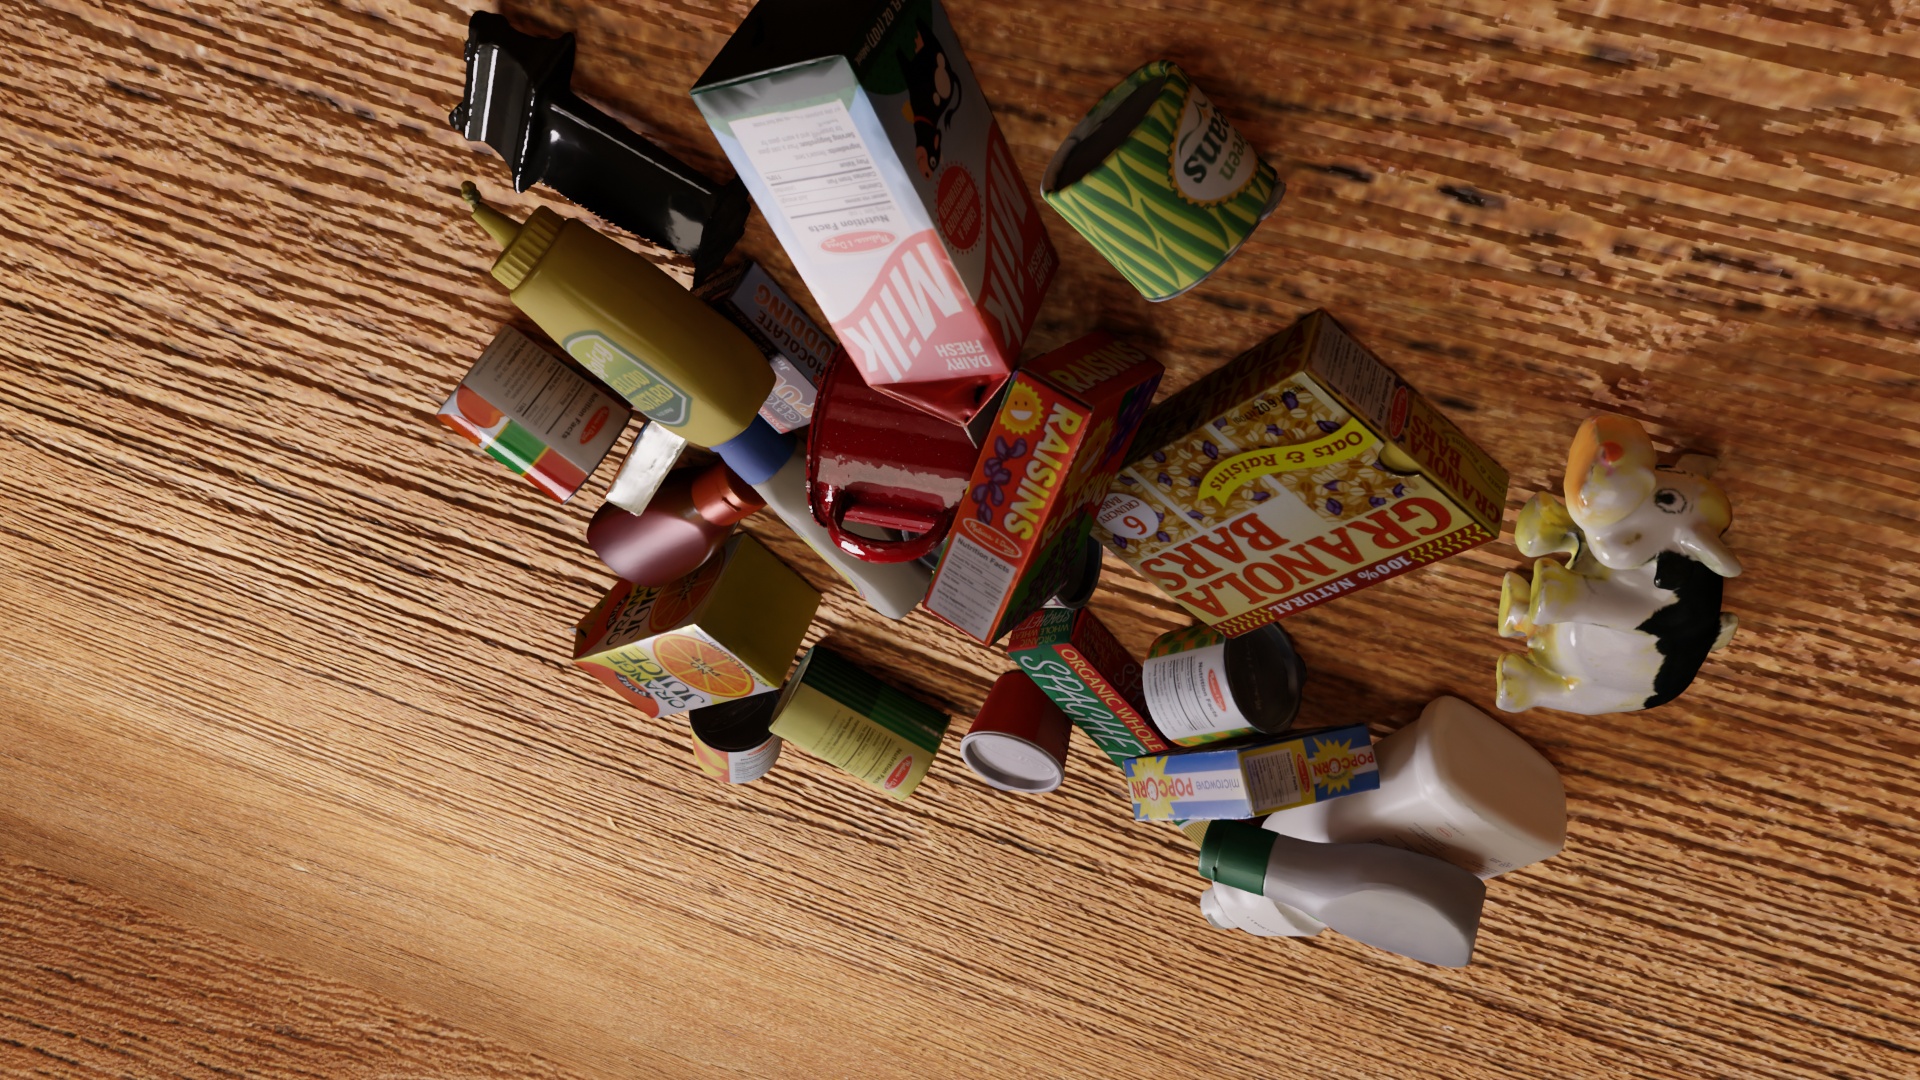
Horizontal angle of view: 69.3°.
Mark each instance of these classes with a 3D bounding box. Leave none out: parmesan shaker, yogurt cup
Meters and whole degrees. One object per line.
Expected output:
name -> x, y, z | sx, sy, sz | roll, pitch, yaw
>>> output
parmesan shaker -> -0.068, 0.120, 0.935 | 0.103, 0.072, 0.071 | 30, 145, -9
yogurt cup -> 0.040, 0.120, 0.880 | 0.072, 0.054, 0.072 | 15, 145, 11

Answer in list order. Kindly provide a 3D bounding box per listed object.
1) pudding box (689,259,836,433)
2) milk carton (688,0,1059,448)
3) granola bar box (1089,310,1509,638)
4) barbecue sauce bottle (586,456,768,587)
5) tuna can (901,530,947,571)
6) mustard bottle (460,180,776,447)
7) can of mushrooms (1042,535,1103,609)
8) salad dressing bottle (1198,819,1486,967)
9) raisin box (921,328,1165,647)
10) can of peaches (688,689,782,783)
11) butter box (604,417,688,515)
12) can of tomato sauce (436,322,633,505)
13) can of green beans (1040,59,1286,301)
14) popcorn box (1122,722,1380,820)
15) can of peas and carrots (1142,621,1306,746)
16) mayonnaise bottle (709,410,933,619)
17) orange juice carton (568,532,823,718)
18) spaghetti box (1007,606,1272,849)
pudding box -> -0.096, -0.095, 0.687 | 0.049, 0.030, 0.083 | -12, 132, 42
milk carton -> -0.020, -0.127, 0.562 | 0.073, 0.073, 0.189 | -1, 138, 31
granola bar box -> 0.143, -0.021, 0.642 | 0.124, 0.039, 0.165 | 36, 144, -19
barbecue sauce bottle -> -0.162, -0.016, 0.821 | 0.065, 0.044, 0.148 | 40, 142, -23
tuna can -> 0.003, -0.009, 0.744 | 0.071, 0.033, 0.070 | 15, 145, 11
mustard bottle -> -0.161, -0.105, 0.632 | 0.160, 0.049, 0.065 | 38, 152, -23
can of mushrooms -> 0.043, 0.000, 0.704 | 0.033, 0.071, 0.070 | -1, 139, 32
salad dressing bottle -> 0.206, 0.187, 0.757 | 0.148, 0.044, 0.064 | 13, 134, 23
raisin box -> 0.036, -0.025, 0.608 | 0.040, 0.086, 0.122 | 32, 120, 17
can of peaches -> -0.163, 0.134, 1.008 | 0.071, 0.071, 0.057 | 19, 146, 6
butter box -> -0.161, -0.058, 0.755 | 0.024, 0.053, 0.103 | 29, 146, -14
can of tomato sauce -> -0.236, -0.069, 0.770 | 0.083, 0.071, 0.071 | 37, 143, -19
can of green beans -> 0.072, -0.131, 0.508 | 0.057, 0.071, 0.071 | 40, 142, -22
popcorn box -> 0.160, 0.130, 0.779 | 0.085, 0.038, 0.126 | -8, 172, -24
can of peas and carrots -> 0.143, 0.075, 0.752 | 0.071, 0.071, 0.058 | 41, 142, -25
mayonnaise bottle -> -0.078, -0.020, 0.756 | 0.148, 0.041, 0.065 | 45, 179, -27
orange juice carton -> -0.185, 0.063, 0.915 | 0.192, 0.073, 0.071 | -17, 130, 44
spaghetti box -> 0.119, 0.126, 0.866 | 0.050, 0.029, 0.249 | -13, 132, 40
